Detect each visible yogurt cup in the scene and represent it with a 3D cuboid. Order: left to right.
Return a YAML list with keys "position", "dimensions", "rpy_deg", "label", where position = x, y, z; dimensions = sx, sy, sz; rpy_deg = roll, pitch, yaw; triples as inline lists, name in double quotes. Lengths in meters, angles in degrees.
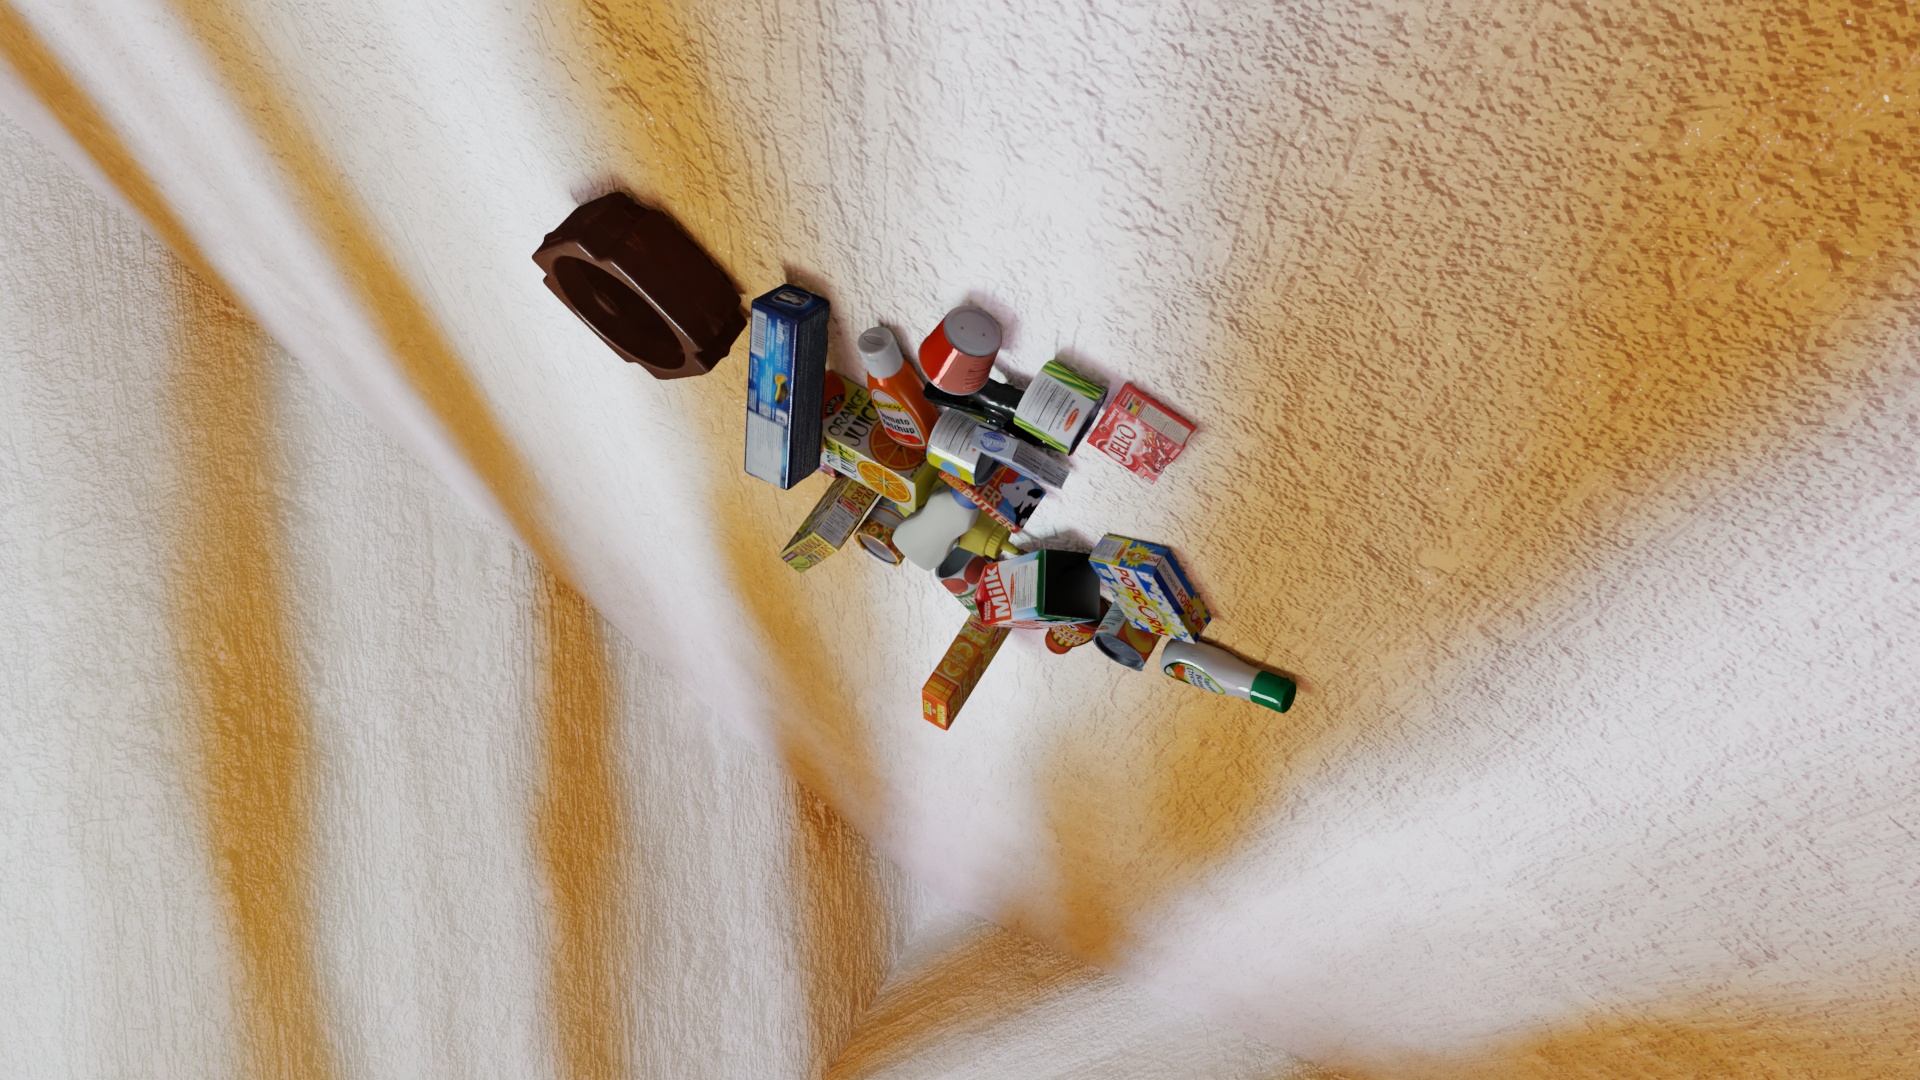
- position: [0.002, -0.170, 1.223]
  dimensions: [0.072, 0.073, 0.053]
  rpy_deg: [35, 147, -2]
  label: "yogurt cup"

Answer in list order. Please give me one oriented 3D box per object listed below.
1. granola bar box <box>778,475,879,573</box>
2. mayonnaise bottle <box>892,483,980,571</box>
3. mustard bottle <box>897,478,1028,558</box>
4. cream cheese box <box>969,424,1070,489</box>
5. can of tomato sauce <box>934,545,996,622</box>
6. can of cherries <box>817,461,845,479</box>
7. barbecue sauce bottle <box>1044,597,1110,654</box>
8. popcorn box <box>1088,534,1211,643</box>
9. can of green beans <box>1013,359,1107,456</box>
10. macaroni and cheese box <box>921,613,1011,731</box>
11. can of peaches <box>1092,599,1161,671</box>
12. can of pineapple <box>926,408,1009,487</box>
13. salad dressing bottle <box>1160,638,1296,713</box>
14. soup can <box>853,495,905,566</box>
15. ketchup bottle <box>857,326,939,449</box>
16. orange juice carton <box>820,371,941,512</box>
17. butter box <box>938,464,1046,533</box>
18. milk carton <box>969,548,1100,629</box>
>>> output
- position: [-0.150, -0.031, 1.665]
  dimensions: [0.039, 0.124, 0.165]
  rpy_deg: [38, 159, -11]
  label: "granola bar box"
- position: [-0.013, -0.028, 1.507]
  dimensions: [0.065, 0.041, 0.147]
  rpy_deg: [43, 131, -3]
  label: "mayonnaise bottle"
- position: [0.006, -0.020, 1.567]
  dimensions: [0.160, 0.049, 0.065]
  rpy_deg: [28, 156, 15]
  label: "mustard bottle"
- position: [0.058, -0.080, 1.340]
  dimensions: [0.053, 0.024, 0.104]
  rpy_deg: [23, 179, 35]
  label: "cream cheese box"
- position: [0.018, 0.049, 1.669]
  dimensions: [0.083, 0.071, 0.071]
  rpy_deg: [46, 156, -28]
  label: "can of tomato sauce"
- position: [-0.149, -0.109, 1.577]
  dimensions: [0.058, 0.072, 0.071]
  rpy_deg: [26, 158, 16]
  label: "can of cherries"
- position: [0.132, 0.100, 1.649]
  dimensions: [0.065, 0.044, 0.148]
  rpy_deg: [32, 159, 3]
  label: "barbecue sauce bottle"
- position: [0.198, 0.051, 1.451]
  dimensions: [0.085, 0.038, 0.126]
  rpy_deg: [13, 151, 42]
  label: "popcorn box"
- position: [0.087, -0.116, 1.213]
  dimensions: [0.058, 0.071, 0.071]
  rpy_deg: [32, 159, 8]
  label: "can of green beans"
- position: [0.011, 0.149, 1.761]
  dimensions: [0.040, 0.167, 0.123]
  rpy_deg: [29, 158, 12]
  label: "macaroni and cheese box"
- position: [0.191, 0.102, 1.548]
  dimensions: [0.071, 0.058, 0.071]
  rpy_deg: [28, 158, 13]
  label: "can of peaches"
- position: [0.008, -0.093, 1.380]
  dimensions: [0.058, 0.071, 0.070]
  rpy_deg: [27, 158, 19]
  label: "can of pineapple"
- position: [0.292, 0.147, 1.517]
  dimensions: [0.148, 0.044, 0.064]
  rpy_deg: [19, 153, 35]
  label: "salad dressing bottle"
- position: [-0.077, -0.022, 1.634]
  dimensions: [0.071, 0.084, 0.071]
  rpy_deg: [29, 158, 13]
  label: "soup can"
- position: [-0.064, -0.153, 1.389]
  dimensions: [0.065, 0.044, 0.148]
  rpy_deg: [20, 155, 27]
  label: "ketchup bottle"
- position: [-0.112, -0.116, 1.498]
  dimensions: [0.193, 0.072, 0.072]
  rpy_deg: [29, 158, 12]
  label: "orange juice carton"
- position: [0.033, -0.059, 1.436]
  dimensions: [0.103, 0.053, 0.024]
  rpy_deg: [37, 157, -8]
  label: "butter box"
- position: [0.080, 0.059, 1.562]
  dimensions: [0.072, 0.073, 0.190]
  rpy_deg: [7, 169, -24]
  label: "milk carton"
